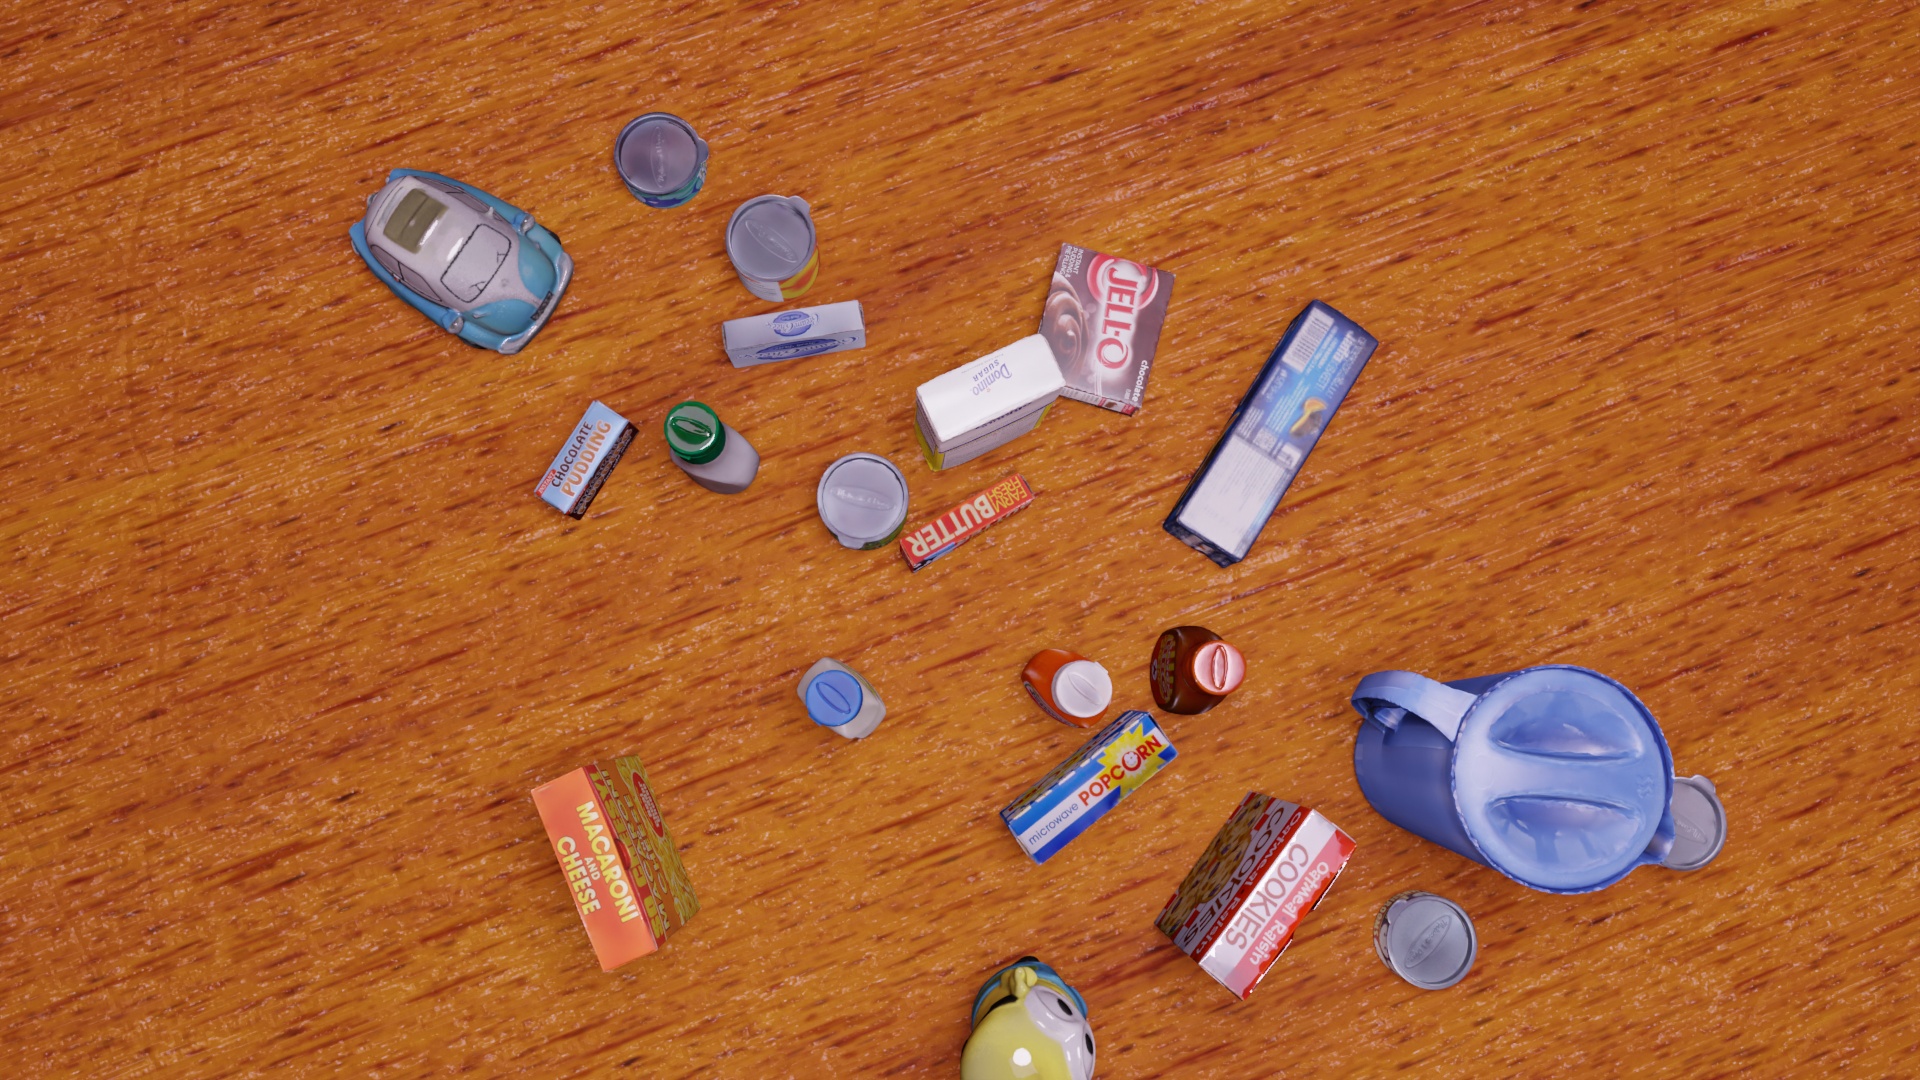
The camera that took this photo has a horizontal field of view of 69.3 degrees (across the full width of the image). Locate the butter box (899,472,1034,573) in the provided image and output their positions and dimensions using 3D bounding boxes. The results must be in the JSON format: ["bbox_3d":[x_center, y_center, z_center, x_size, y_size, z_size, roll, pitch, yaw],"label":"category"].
[{"bbox_3d":[0.004,-0.013,1.026,0.103,0.053,0.024,-30,85,-5],"label":"butter box"}]

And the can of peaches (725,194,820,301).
[{"bbox_3d":[-0.138,-0.220,1.044,0.071,0.058,0.071,0,83,-2],"label":"can of peaches"}]

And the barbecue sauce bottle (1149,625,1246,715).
[{"bbox_3d":[0.166,0.090,0.972,0.044,0.148,0.065,4,83,-2],"label":"barbecue sauce bottle"}]

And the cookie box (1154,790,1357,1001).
[{"bbox_3d":[0.197,0.236,0.946,0.040,0.167,0.123,38,84,2],"label":"cookie box"}]

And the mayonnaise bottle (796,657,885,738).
[{"bbox_3d":[-0.083,0.109,0.960,0.065,0.148,0.041,41,84,3],"label":"mayonnaise bottle"}]

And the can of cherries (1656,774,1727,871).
[{"bbox_3d":[0.514,0.203,1.017,0.071,0.058,0.071,0,83,-2],"label":"can of cherries"}]

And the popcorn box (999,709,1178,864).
[{"bbox_3d":[0.089,0.174,0.990,0.127,0.085,0.038,-37,86,-6],"label":"popcorn box"}]

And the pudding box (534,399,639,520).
[{"bbox_3d":[-0.275,-0.059,1.023,0.030,0.049,0.084,32,83,2],"label":"pudding box"}]

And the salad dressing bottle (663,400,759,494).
[{"bbox_3d":[-0.178,-0.065,0.978,0.064,0.147,0.044,21,83,0],"label":"salad dressing bottle"}]

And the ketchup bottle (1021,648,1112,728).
[{"bbox_3d":[0.078,0.103,0.967,0.065,0.148,0.043,41,84,3],"label":"ketchup bottle"}]

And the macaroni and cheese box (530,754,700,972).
[{"bbox_3d":[-0.227,0.210,0.933,0.040,0.166,0.124,-24,85,-4],"label":"macaroni and cheese box"}]

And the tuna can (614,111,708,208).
[{"bbox_3d":[-0.226,-0.290,1.062,0.071,0.033,0.071,0,83,-2],"label":"tuna can"}]

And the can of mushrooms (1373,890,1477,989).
[{"bbox_3d":[0.336,0.288,1.012,0.071,0.033,0.071,0,83,-2],"label":"can of mushrooms"}]

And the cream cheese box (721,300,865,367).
[{"bbox_3d":[-0.123,-0.154,1.038,0.104,0.053,0.024,-10,84,-3],"label":"cream cheese box"}]

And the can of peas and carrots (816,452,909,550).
[{"bbox_3d":[-0.071,-0.025,1.022,0.071,0.058,0.071,0,83,-2],"label":"can of peas and carrots"}]
